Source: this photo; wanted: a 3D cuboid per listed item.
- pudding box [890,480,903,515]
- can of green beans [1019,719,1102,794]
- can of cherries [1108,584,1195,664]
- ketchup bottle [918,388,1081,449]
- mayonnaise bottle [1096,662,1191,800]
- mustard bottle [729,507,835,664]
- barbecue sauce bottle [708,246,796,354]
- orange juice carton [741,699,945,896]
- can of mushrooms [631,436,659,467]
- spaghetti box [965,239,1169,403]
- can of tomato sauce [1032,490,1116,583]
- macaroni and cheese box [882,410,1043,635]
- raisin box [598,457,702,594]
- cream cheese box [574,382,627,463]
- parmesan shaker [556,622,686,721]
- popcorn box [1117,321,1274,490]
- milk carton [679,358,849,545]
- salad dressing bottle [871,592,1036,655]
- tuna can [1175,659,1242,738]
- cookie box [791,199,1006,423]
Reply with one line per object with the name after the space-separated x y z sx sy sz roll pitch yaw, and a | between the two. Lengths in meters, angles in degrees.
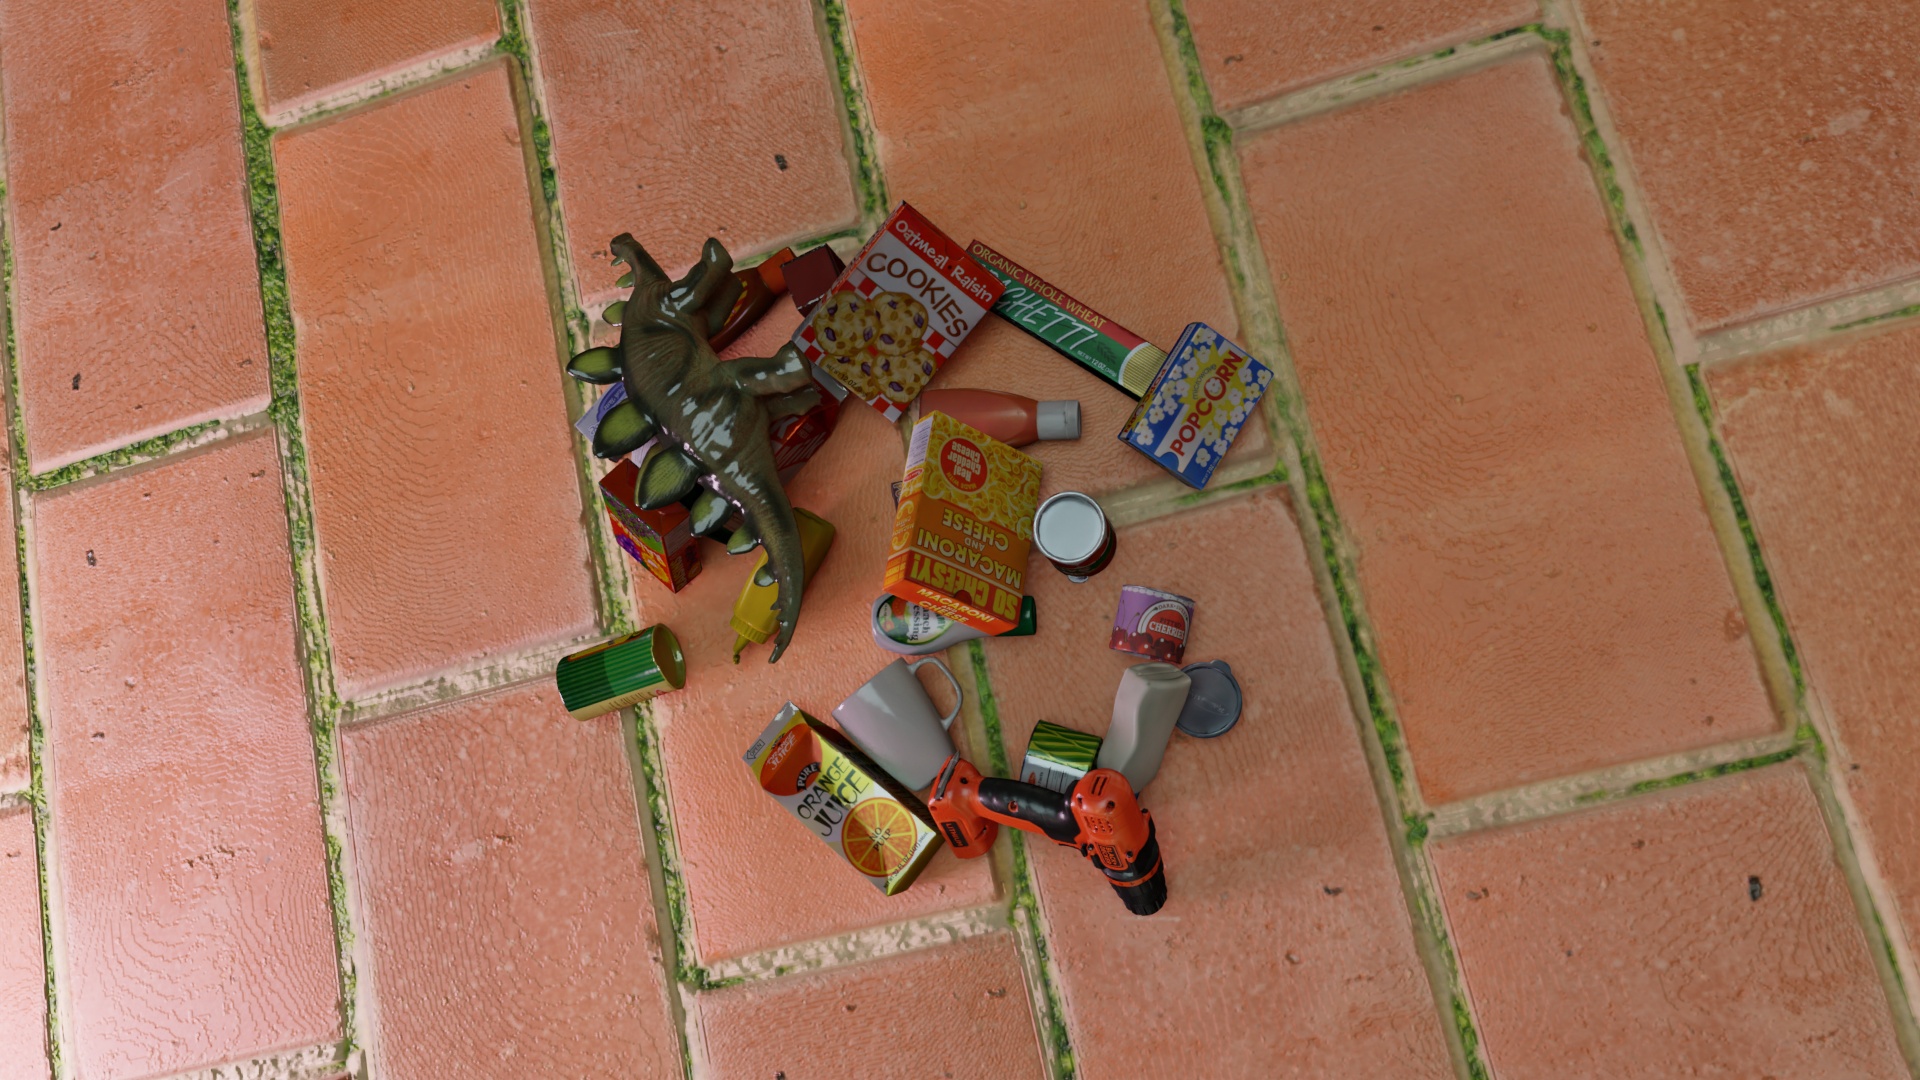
-0.037 -0.025 1.275 0.030 0.083 0.050 -12 78 10 | pudding box
0.089 0.197 1.219 0.058 0.071 0.071 14 84 13 | can of green beans
0.169 0.075 1.221 0.071 0.071 0.058 13 84 14 | can of cherries
0.037 -0.111 1.296 0.149 0.043 0.064 0 88 12 | ketchup bottle
0.149 0.177 1.195 0.041 0.065 0.147 37 117 44 | mayonnaise bottle
-0.176 0.046 1.304 0.049 0.065 0.160 31 92 11 | mustard bottle
-0.222 -0.235 1.373 0.148 0.043 0.065 -32 74 4 | barbecue sauce bottle
-0.107 0.229 1.251 0.193 0.073 0.072 37 90 16 | orange juice carton
-0.284 -0.083 1.348 0.033 0.071 0.071 17 84 25 | can of mushrooms
0.099 -0.202 1.307 0.250 0.028 0.050 34 88 15 | spaghetti box
0.102 -0.003 1.242 0.071 0.083 0.071 -2 80 12 | can of tomato sauce
0.004 -0.015 1.227 0.040 0.123 0.167 -26 47 51 | macaroni and cheese box
-0.290 -0.012 1.305 0.086 0.122 0.040 38 65 14 | raisin box
-0.332 -0.134 1.388 0.053 0.024 0.104 41 90 15 | cream cheese box
-0.323 0.125 1.316 0.103 0.071 0.071 -19 77 8 | parmesan shaker
0.211 -0.121 1.246 0.085 0.038 0.126 33 88 -15 | popcorn box
-0.193 -0.092 1.326 0.072 0.073 0.190 43 91 16 | milk carton
-0.005 0.072 1.272 0.148 0.044 0.064 -3 72 9 | salad dressing bottle
0.215 0.139 1.219 0.071 0.033 0.071 -2 80 12 | tuna can
-0.057 -0.211 1.286 0.123 0.040 0.167 36 104 -20 | cookie box
